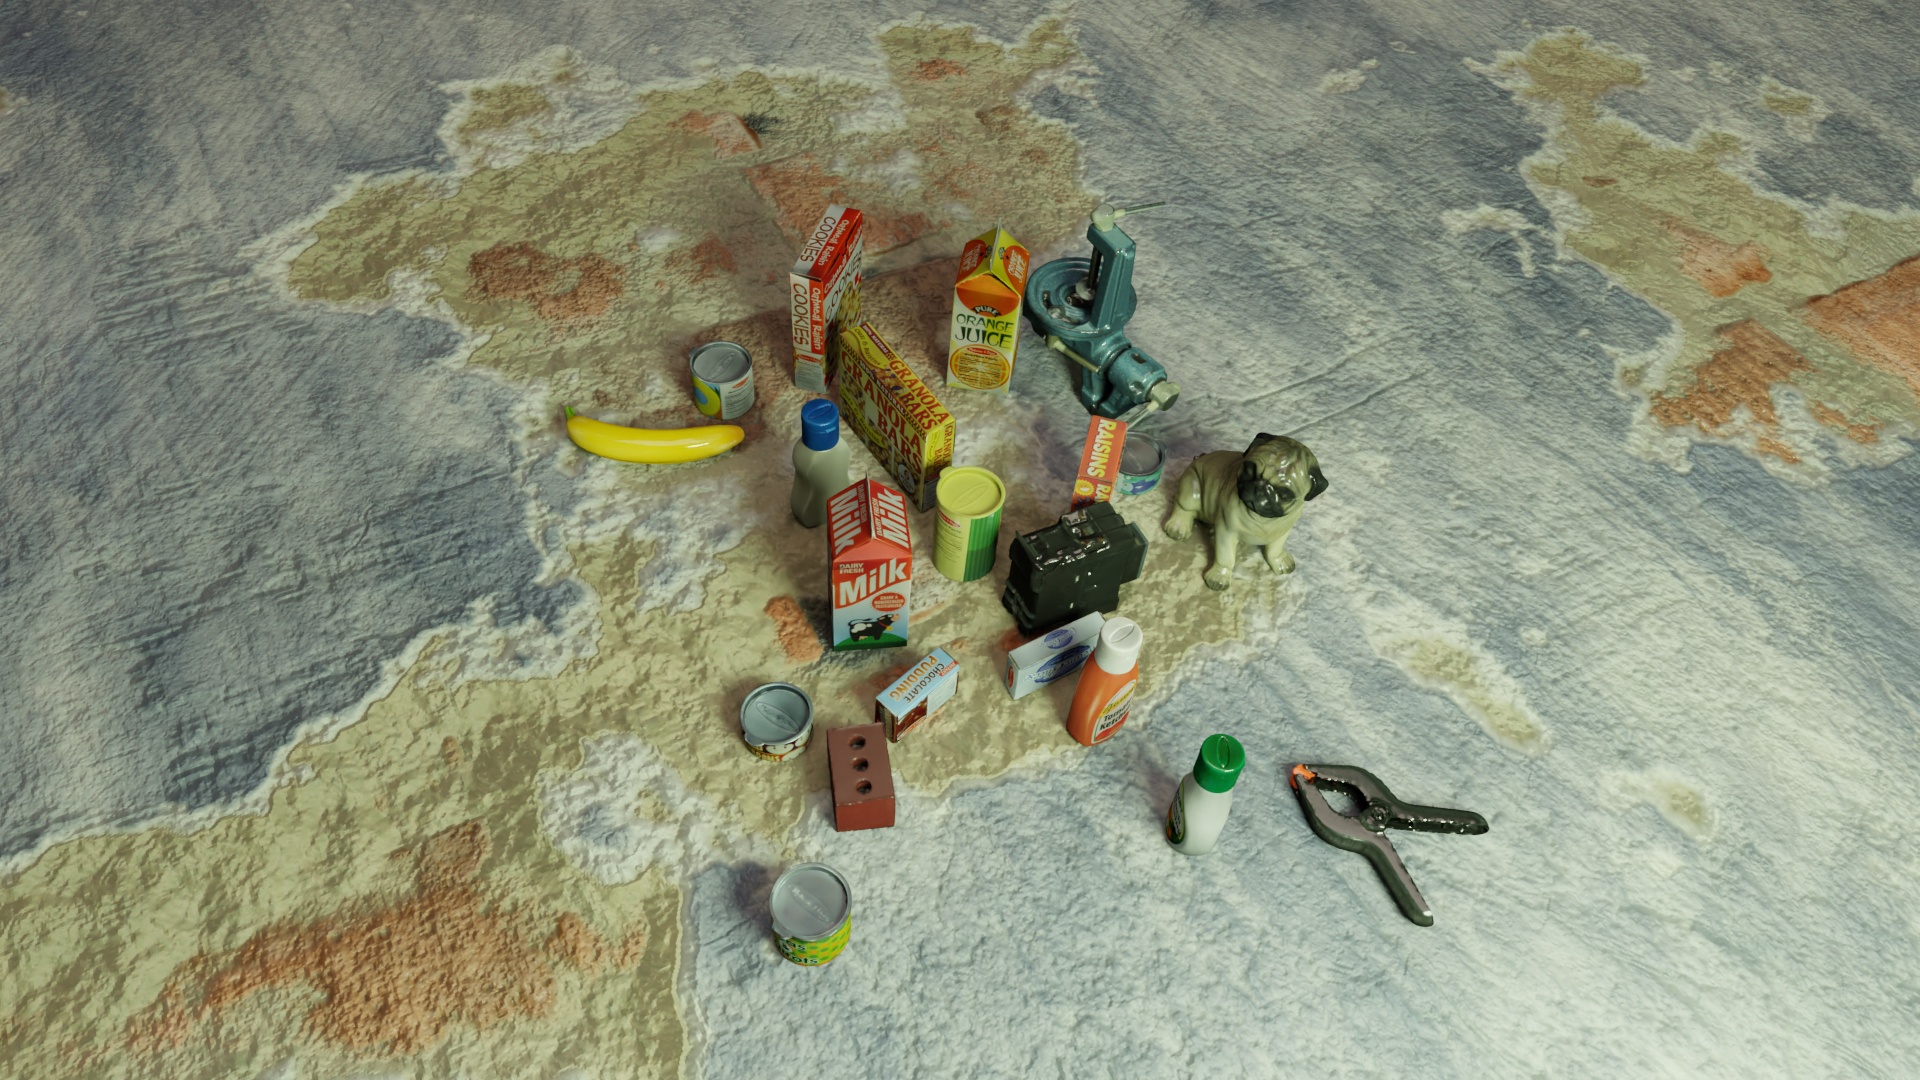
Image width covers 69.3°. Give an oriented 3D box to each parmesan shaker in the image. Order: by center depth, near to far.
[{"bbox_3d":[0.005,-0.017,1.369,0.071,0.102,0.072,2,52,-3],"label":"parmesan shaker"}]

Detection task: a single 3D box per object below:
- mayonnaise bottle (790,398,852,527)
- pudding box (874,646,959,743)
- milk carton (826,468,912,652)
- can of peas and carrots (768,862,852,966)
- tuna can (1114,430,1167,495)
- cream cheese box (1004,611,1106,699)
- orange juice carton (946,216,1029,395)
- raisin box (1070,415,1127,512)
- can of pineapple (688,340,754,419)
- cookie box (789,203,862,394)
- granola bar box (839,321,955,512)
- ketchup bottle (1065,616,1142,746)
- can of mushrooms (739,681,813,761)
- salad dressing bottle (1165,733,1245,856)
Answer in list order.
[{"bbox_3d":[-0.138,-0.078,1.377,0.065,0.147,0.041,-30,60,-25],"label":"mayonnaise bottle"},{"bbox_3d":[-0.039,0.142,1.273,0.030,0.049,0.084,39,58,23],"label":"pudding box"},{"bbox_3d":[-0.085,0.020,1.276,0.073,0.189,0.073,-4,52,-8],"label":"milk carton"},{"bbox_3d":[-0.123,0.306,1.129,0.071,0.058,0.071,2,51,-3],"label":"can of peas and carrots"},{"bbox_3d":[0.185,-0.083,1.482,0.071,0.032,0.071,2,51,-3],"label":"tuna can"},{"bbox_3d":[0.090,0.108,1.308,0.104,0.053,0.024,-23,57,-21],"label":"cream cheese box"},{"bbox_3d":[0.030,-0.252,1.502,0.073,0.191,0.072,10,52,3],"label":"orange juice carton"},{"bbox_3d":[0.135,-0.052,1.396,0.040,0.122,0.086,13,52,6],"label":"raisin box"},{"bbox_3d":[-0.258,-0.174,1.501,0.071,0.057,0.071,2,51,-3],"label":"can of pineapple"},{"bbox_3d":[-0.144,-0.262,1.511,0.040,0.166,0.123,15,52,7],"label":"cookie box"},{"bbox_3d":[-0.067,-0.128,1.438,0.039,0.123,0.166,-26,58,-23],"label":"granola bar box"},{"bbox_3d":[0.132,0.124,1.239,0.065,0.148,0.043,-33,61,-27],"label":"ketchup bottle"},{"bbox_3d":[-0.167,0.165,1.254,0.071,0.033,0.071,2,51,-3],"label":"can of mushrooms"},{"bbox_3d":[0.207,0.215,1.173,0.044,0.146,0.064,6,51,0],"label":"salad dressing bottle"}]
